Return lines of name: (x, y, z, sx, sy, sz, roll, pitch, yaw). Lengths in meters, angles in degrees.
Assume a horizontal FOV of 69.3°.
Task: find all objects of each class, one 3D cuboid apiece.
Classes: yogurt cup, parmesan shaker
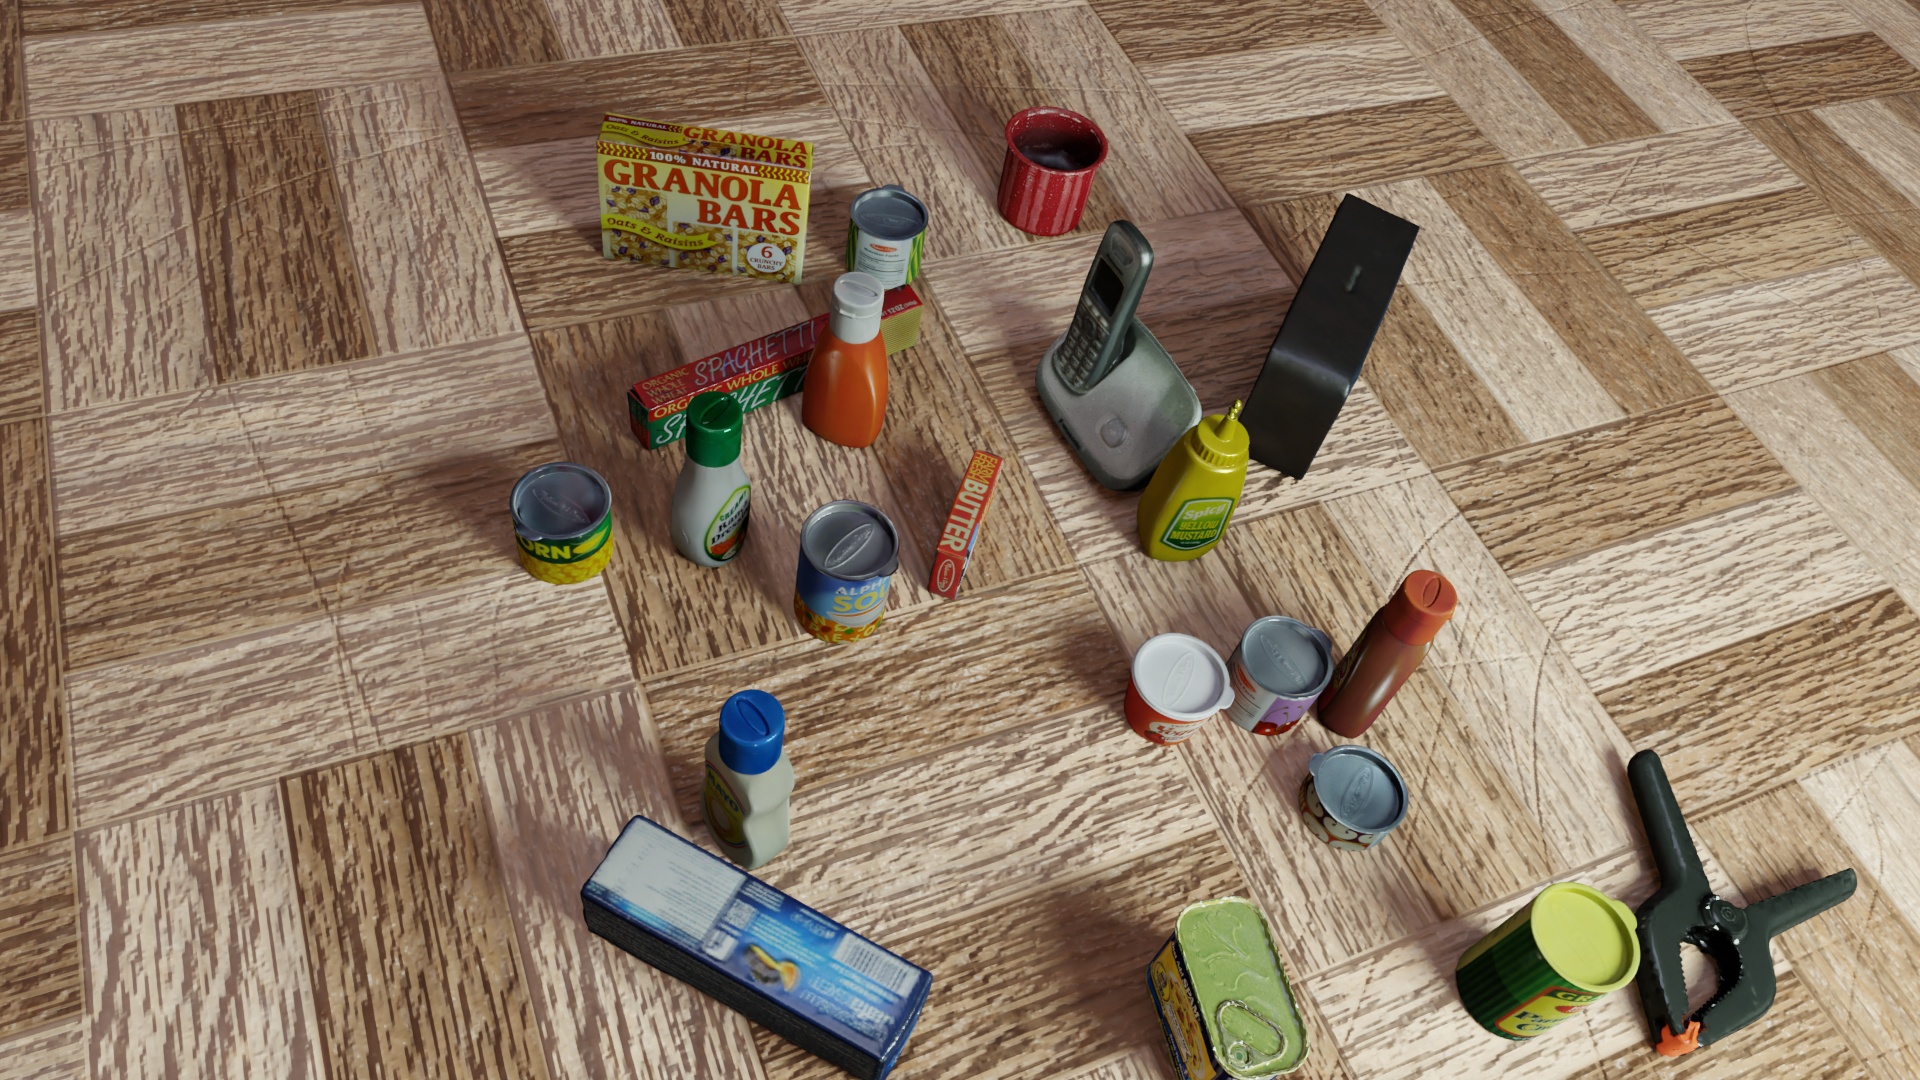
yogurt cup: (0.146, 0.105, 0.959, 0.072, 0.053, 0.073, 5, 53, -7)
parmesan shaker: (0.361, 0.261, 0.856, 0.071, 0.102, 0.071, 5, 53, -7)

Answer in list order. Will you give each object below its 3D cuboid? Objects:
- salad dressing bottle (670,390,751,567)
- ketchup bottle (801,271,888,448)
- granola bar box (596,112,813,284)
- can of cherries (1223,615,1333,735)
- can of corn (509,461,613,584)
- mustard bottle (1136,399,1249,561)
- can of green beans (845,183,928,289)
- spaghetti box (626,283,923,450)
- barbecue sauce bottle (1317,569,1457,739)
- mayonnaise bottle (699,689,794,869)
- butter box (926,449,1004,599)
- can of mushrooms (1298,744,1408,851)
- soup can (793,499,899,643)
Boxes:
salad dressing bottle: (-0.169, -0.040, 0.948, 0.044, 0.146, 0.064, 32, 55, 13)
ketchup bottle: (-0.083, -0.133, 1.033, 0.065, 0.148, 0.044, 23, 53, 6)
granola bar box: (-0.206, -0.276, 1.130, 0.166, 0.123, 0.039, 7, 53, -6)
can of cherries: (0.223, 0.095, 0.979, 0.071, 0.058, 0.072, 5, 53, -7)
can of corn: (-0.276, -0.009, 0.960, 0.071, 0.058, 0.071, 5, 53, -7)
mustard bottle: (0.175, -0.045, 1.010, 0.065, 0.159, 0.049, -4, 55, -13)
can of green beans: (-0.063, -0.257, 1.185, 0.071, 0.057, 0.071, 5, 53, -7)
spaghetti box: (-0.140, -0.138, 1.086, 0.251, 0.050, 0.029, -26, 63, -26)
barbecue sauce bottle: (0.292, 0.076, 0.950, 0.044, 0.147, 0.065, 29, 54, 10)
mayonnaise bottle: (-0.126, 0.139, 0.823, 0.041, 0.147, 0.065, -31, 65, -28)
butter box: (0.004, -0.013, 1.020, 0.024, 0.052, 0.104, 19, 53, 3)
can of mushrooms: (0.264, 0.174, 0.945, 0.071, 0.033, 0.071, 5, 53, -7)
soup can: (-0.078, 0.025, 0.957, 0.071, 0.083, 0.072, 5, 53, -7)
